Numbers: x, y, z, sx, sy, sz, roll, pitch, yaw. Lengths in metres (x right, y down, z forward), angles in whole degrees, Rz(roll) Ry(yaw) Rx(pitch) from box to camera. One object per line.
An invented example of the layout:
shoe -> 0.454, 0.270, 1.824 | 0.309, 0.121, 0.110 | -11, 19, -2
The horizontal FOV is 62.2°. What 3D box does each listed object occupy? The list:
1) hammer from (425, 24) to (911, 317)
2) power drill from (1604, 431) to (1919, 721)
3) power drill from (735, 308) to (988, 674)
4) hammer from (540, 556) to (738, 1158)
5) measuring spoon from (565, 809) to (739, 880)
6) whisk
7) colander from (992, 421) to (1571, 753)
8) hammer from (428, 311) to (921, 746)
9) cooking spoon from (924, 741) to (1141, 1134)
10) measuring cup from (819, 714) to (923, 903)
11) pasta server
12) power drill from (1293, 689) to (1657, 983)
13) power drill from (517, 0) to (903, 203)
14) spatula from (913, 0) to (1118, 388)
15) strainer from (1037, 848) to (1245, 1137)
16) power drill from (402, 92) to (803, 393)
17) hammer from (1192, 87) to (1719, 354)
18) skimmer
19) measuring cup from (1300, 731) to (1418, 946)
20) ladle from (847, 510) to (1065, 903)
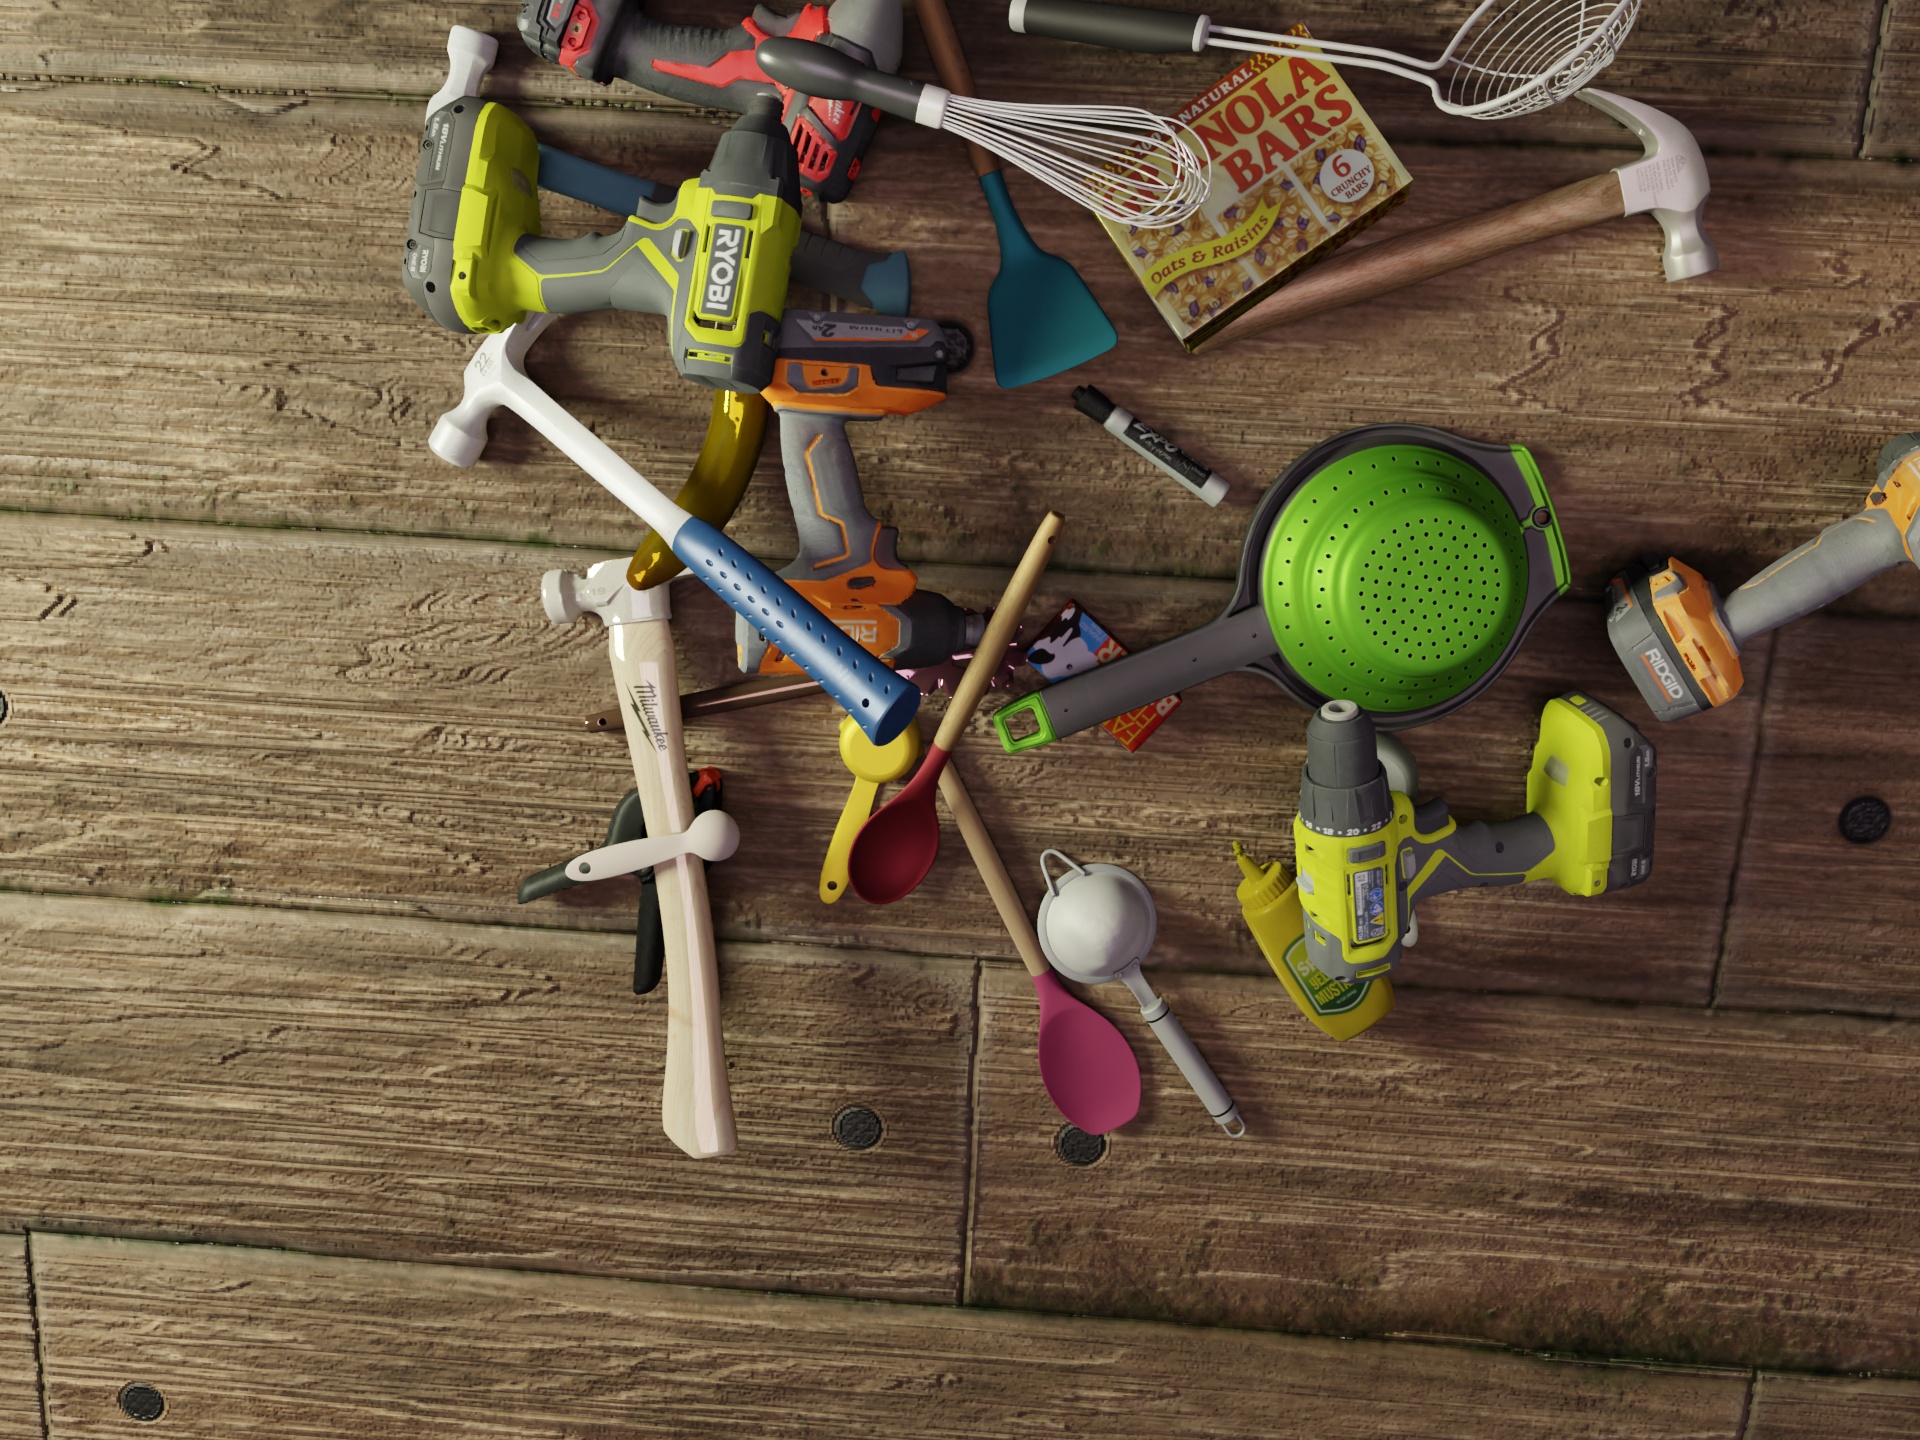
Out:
hammer -> -0.186, -0.331, 1.029 | 0.331, 0.033, 0.128 | 19, 103, -1
power drill -> 0.527, -0.102, 0.993 | 0.226, 0.185, 0.084 | -30, 101, 29
power drill -> -0.059, -0.141, 1.023 | 0.164, 0.084, 0.226 | 1, 96, -12
hammer -> -0.185, 0.091, 1.085 | 0.146, 0.038, 0.410 | -7, 92, 8
measuring spoon -> -0.208, 0.088, 1.060 | 0.124, 0.018, 0.034 | -15, 92, 8
whisk -> 0.015, -0.358, 0.950 | 0.284, 0.070, 0.070 | 17, 104, -2
colander -> 0.211, -0.058, 1.022 | 0.397, 0.094, 0.204 | -22, 99, 2
hammer -> -0.175, -0.126, 0.983 | 0.406, 0.035, 0.144 | 40, 105, 23
cooking spoon -> 0.047, 0.157, 1.138 | 0.069, 0.017, 0.318 | -26, 101, -1
measuring cup -> -0.072, 0.062, 1.116 | 0.062, 0.029, 0.156 | 19, 102, -1
pasta server -> -0.109, -0.025, 1.095 | 0.316, 0.040, 0.060 | -10, 91, 7
power drill -> 0.325, 0.058, 1.031 | 0.228, 0.080, 0.190 | -13, 116, -8
power drill -> -0.146, -0.430, 0.984 | 0.219, 0.079, 0.143 | 24, 105, -6
spatula -> 0.010, -0.372, 1.004 | 0.082, 0.044, 0.317 | -19, 100, 11
strainer -> 0.136, 0.199, 1.135 | 0.087, 0.050, 0.258 | -35, 103, -4
power drill -> -0.208, -0.298, 0.957 | 0.223, 0.080, 0.171 | 10, 92, 10
hammer -> 0.303, -0.301, 1.010 | 0.331, 0.031, 0.130 | -16, 102, 7
skimmer -> 0.199, -0.417, 0.921 | 0.363, 0.090, 0.127 | 14, 63, 16
measuring cup -> 0.290, 0.085, 1.097 | 0.083, 0.038, 0.167 | -18, 99, 7
ladle -> -0.002, -0.003, 1.055 | 0.069, 0.031, 0.315 | 6, 125, -32
